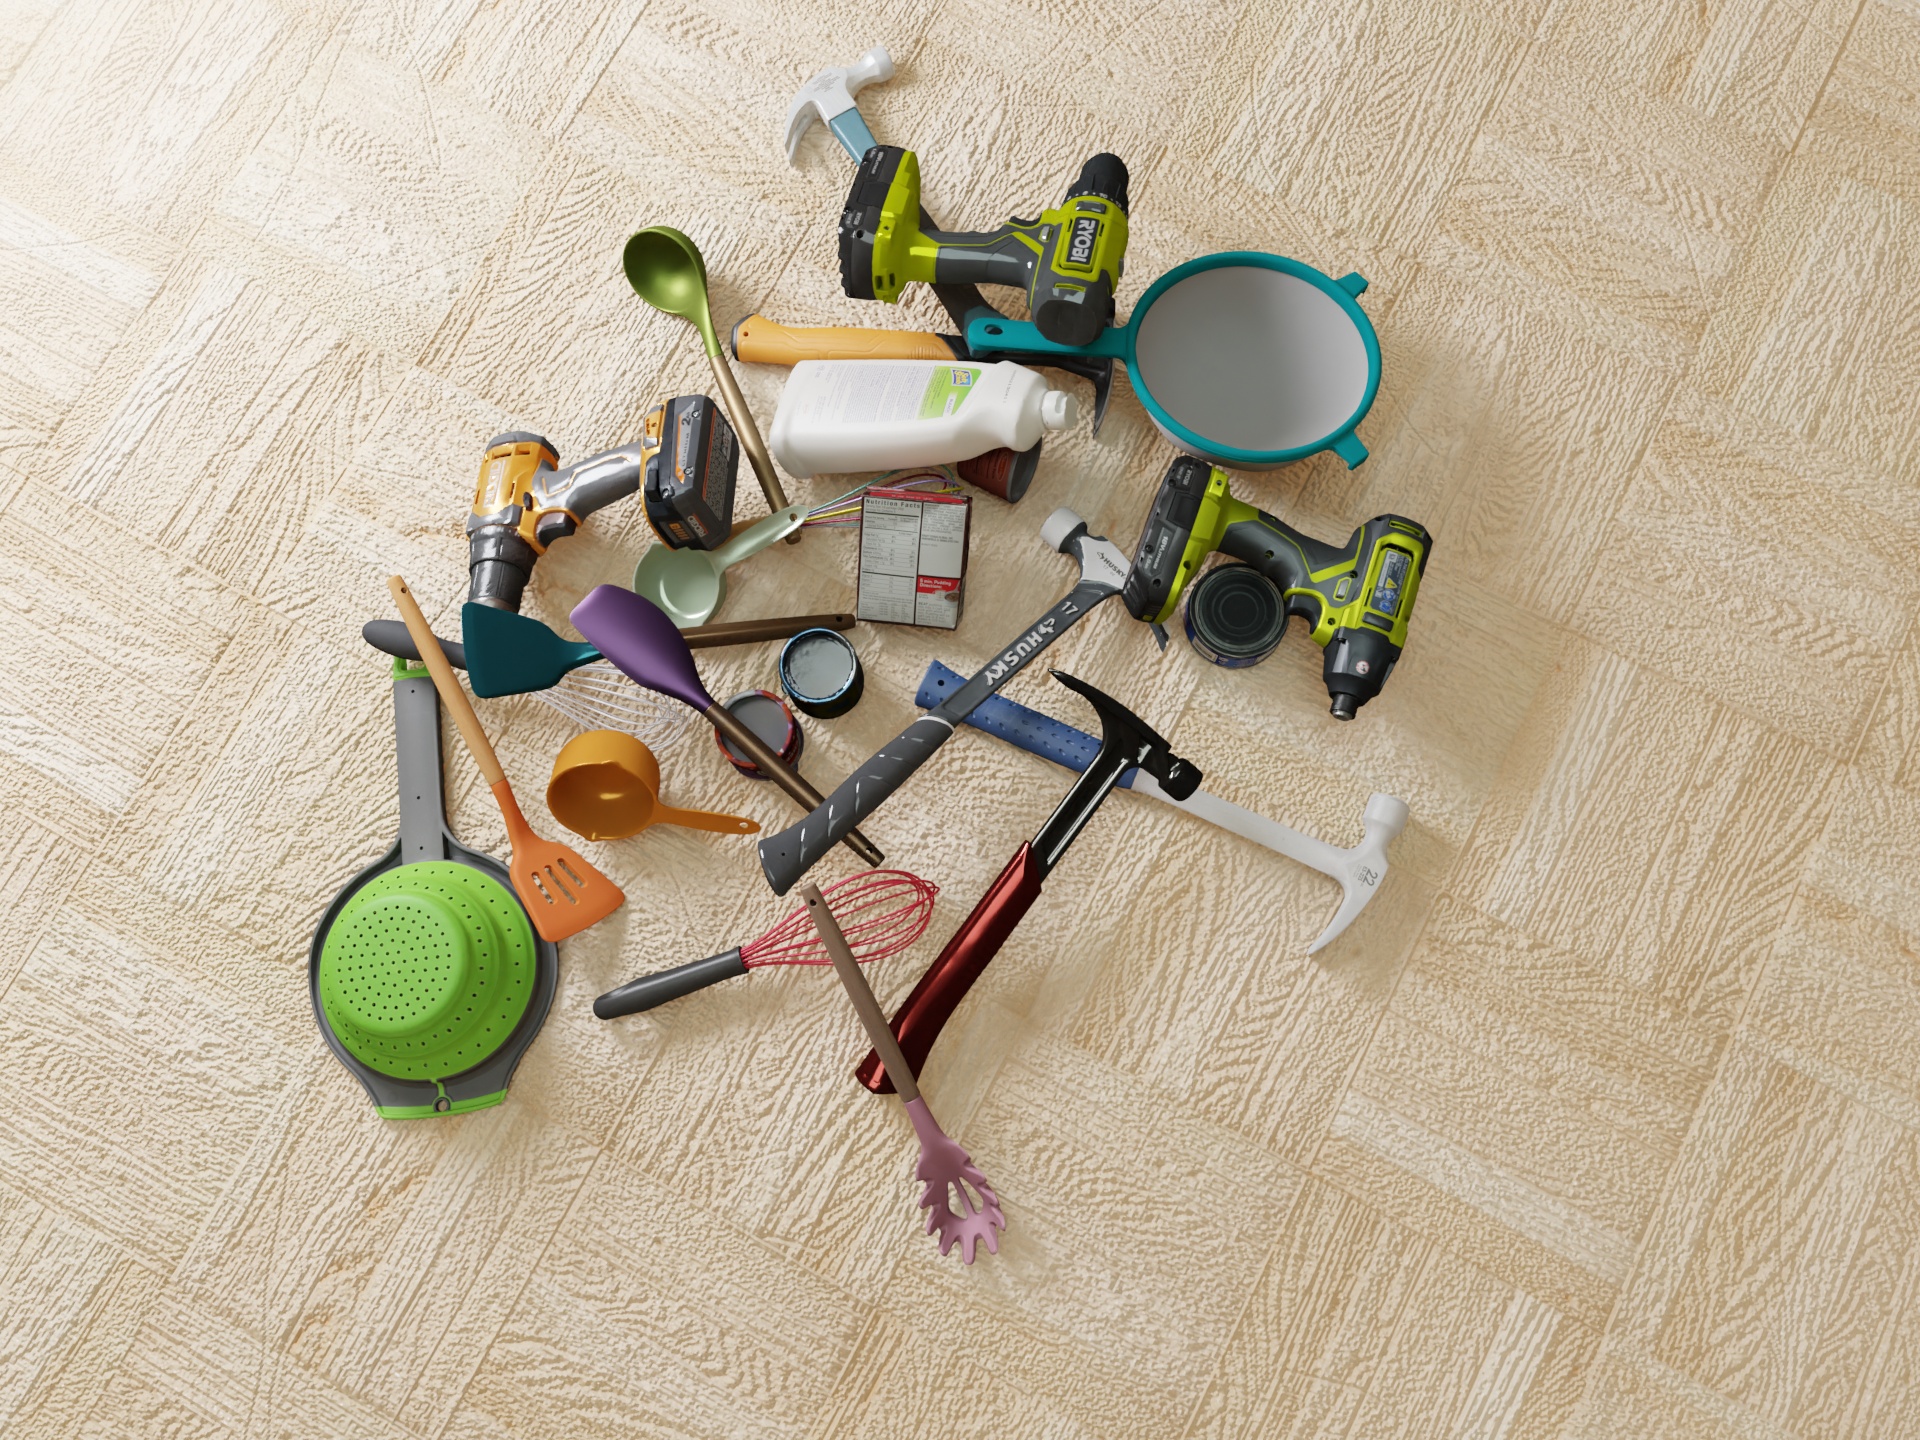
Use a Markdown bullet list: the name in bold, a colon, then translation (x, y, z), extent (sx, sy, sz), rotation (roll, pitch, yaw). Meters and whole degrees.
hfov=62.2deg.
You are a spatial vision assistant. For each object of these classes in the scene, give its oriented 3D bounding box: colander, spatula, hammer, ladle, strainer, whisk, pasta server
- **colander**: translation (-0.441, 0.116, 1.274), extent (0.204, 0.094, 0.397), rotation (-8, 77, 0)
- **spatula**: translation (-0.381, 0.026, 1.286), extent (0.081, 0.041, 0.322), rotation (-30, 95, -41)
- **hammer**: translation (0.028, 0.138, 1.248), extent (0.149, 0.037, 0.359), rotation (37, 91, -9)
- **hammer**: translation (-0.002, -0.004, 1.273), extent (0.149, 0.036, 0.409), rotation (43, 71, 15)
- **ladle**: translation (-0.209, -0.287, 1.362), extent (0.062, 0.078, 0.320), rotation (-9, 68, -41)
- **hammer**: translation (0.151, 0.054, 1.299), extent (0.405, 0.035, 0.144), rotation (24, 79, 7)
- **hammer**: translation (-0.034, -0.317, 1.391), extent (0.337, 0.034, 0.127), rotation (3, 76, 3)
- **spatula**: translation (-0.179, 0.006, 1.263), extent (0.316, 0.018, 0.060), rotation (43, 71, 1)
- **strainer**: translation (0.175, -0.290, 1.342), extent (0.340, 0.095, 0.211), rotation (5, 65, 3)
- **whisk**: translation (-0.360, -0.039, 1.317), extent (0.284, 0.070, 0.070), rotation (16, 78, 3)
- **hammer**: translation (-0.050, -0.453, 1.403), extent (0.128, 0.033, 0.331), rotation (-29, 70, -3)
- **spatula**: translation (-0.238, -0.068, 1.292), extent (0.317, 0.044, 0.082), rotation (-8, 70, -16)
- **pasta server**: translation (-0.049, 0.267, 1.215), extent (0.060, 0.040, 0.316), rotation (-25, 97, 5)
- **whisk**: translation (-0.155, 0.185, 1.271), extent (0.296, 0.073, 0.073), rotation (-20, 77, 2)
- **whisk**: translation (-0.117, -0.175, 1.352), extent (0.245, 0.051, 0.047), rotation (-12, 35, 4)

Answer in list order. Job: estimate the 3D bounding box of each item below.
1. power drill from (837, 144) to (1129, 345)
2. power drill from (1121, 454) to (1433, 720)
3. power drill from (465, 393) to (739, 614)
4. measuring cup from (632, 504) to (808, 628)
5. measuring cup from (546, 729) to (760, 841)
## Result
- **power drill**: translation (0.027, -0.408, 1.318), extent (0.228, 0.080, 0.191), rotation (10, 60, 7)
- **power drill**: translation (0.251, -0.108, 1.276), extent (0.223, 0.080, 0.171), rotation (20, 74, 1)
- **power drill**: translation (-0.303, -0.168, 1.304), extent (0.226, 0.084, 0.186), rotation (-9, 58, 16)
- **measuring cup**: translation (-0.195, -0.135, 1.333), extent (0.167, 0.038, 0.083), rotation (-29, 90, 10)
- **measuring cup**: translation (-0.247, 0.057, 1.299), extent (0.173, 0.095, 0.052), rotation (12, 40, -15)
